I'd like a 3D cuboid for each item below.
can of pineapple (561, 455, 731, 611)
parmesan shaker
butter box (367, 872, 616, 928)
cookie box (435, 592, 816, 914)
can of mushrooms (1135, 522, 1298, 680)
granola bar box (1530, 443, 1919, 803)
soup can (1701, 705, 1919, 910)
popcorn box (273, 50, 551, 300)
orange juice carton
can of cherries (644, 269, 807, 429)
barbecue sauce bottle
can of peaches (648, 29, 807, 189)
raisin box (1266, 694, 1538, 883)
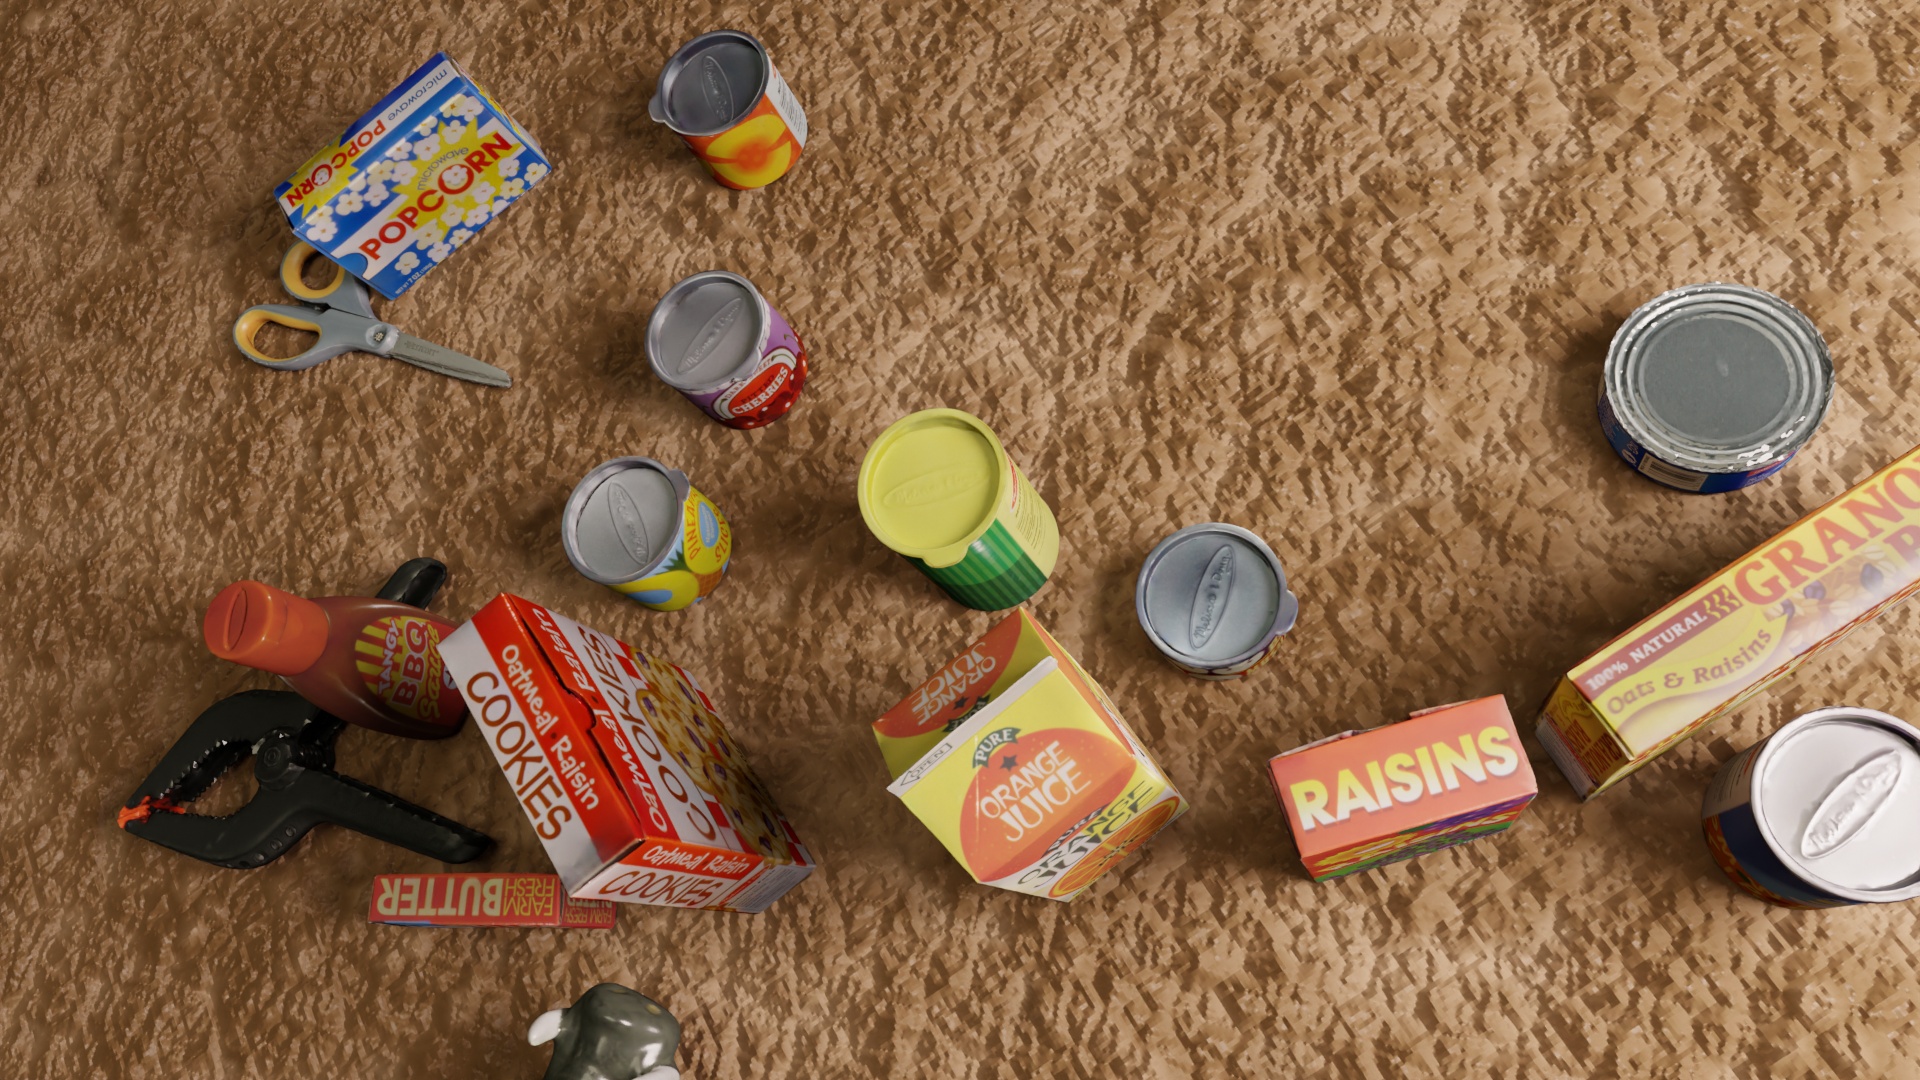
[{"bbox_3d":[-0.155,-0.003,0.698,0.071,0.057,0.071,-5,72,15],"label":"can of pineapple"},{"bbox_3d":[0.002,-0.008,0.628,0.071,0.103,0.071,-5,72,15],"label":"parmesan shaker"},{"bbox_3d":[-0.222,0.173,0.664,0.103,0.053,0.024,-4,72,15],"label":"butter box"},{"bbox_3d":[-0.138,0.097,0.601,0.040,0.167,0.123,-39,66,2],"label":"cookie box"},{"bbox_3d":[0.116,0.029,0.620,0.071,0.033,0.071,-5,72,15],"label":"can of mushrooms"},{"bbox_3d":[0.297,0.030,0.516,0.165,0.124,0.039,-34,67,4],"label":"granola bar box"},{"bbox_3d":[0.318,0.103,0.508,0.071,0.083,0.071,-5,72,15],"label":"soup can"},{"bbox_3d":[-0.311,-0.207,0.795,0.126,0.085,0.038,-39,67,2],"label":"popcorn box"},{"bbox_3d":[0.029,0.086,0.541,0.072,0.192,0.073,-38,67,2],"label":"orange juice carton"},{"bbox_3d":[-0.118,-0.095,0.716,0.071,0.058,0.071,-5,72,15],"label":"can of cherries"},{"bbox_3d":[-0.295,0.055,0.671,0.043,0.148,0.065,-2,73,16],"label":"barbecue sauce bottle"},{"bbox_3d":[-0.127,-0.235,0.764,0.071,0.058,0.071,-5,72,15],"label":"can of peaches"},{"bbox_3d":[0.168,0.098,0.533,0.086,0.123,0.040,-18,69,11],"label":"raisin box"}]
